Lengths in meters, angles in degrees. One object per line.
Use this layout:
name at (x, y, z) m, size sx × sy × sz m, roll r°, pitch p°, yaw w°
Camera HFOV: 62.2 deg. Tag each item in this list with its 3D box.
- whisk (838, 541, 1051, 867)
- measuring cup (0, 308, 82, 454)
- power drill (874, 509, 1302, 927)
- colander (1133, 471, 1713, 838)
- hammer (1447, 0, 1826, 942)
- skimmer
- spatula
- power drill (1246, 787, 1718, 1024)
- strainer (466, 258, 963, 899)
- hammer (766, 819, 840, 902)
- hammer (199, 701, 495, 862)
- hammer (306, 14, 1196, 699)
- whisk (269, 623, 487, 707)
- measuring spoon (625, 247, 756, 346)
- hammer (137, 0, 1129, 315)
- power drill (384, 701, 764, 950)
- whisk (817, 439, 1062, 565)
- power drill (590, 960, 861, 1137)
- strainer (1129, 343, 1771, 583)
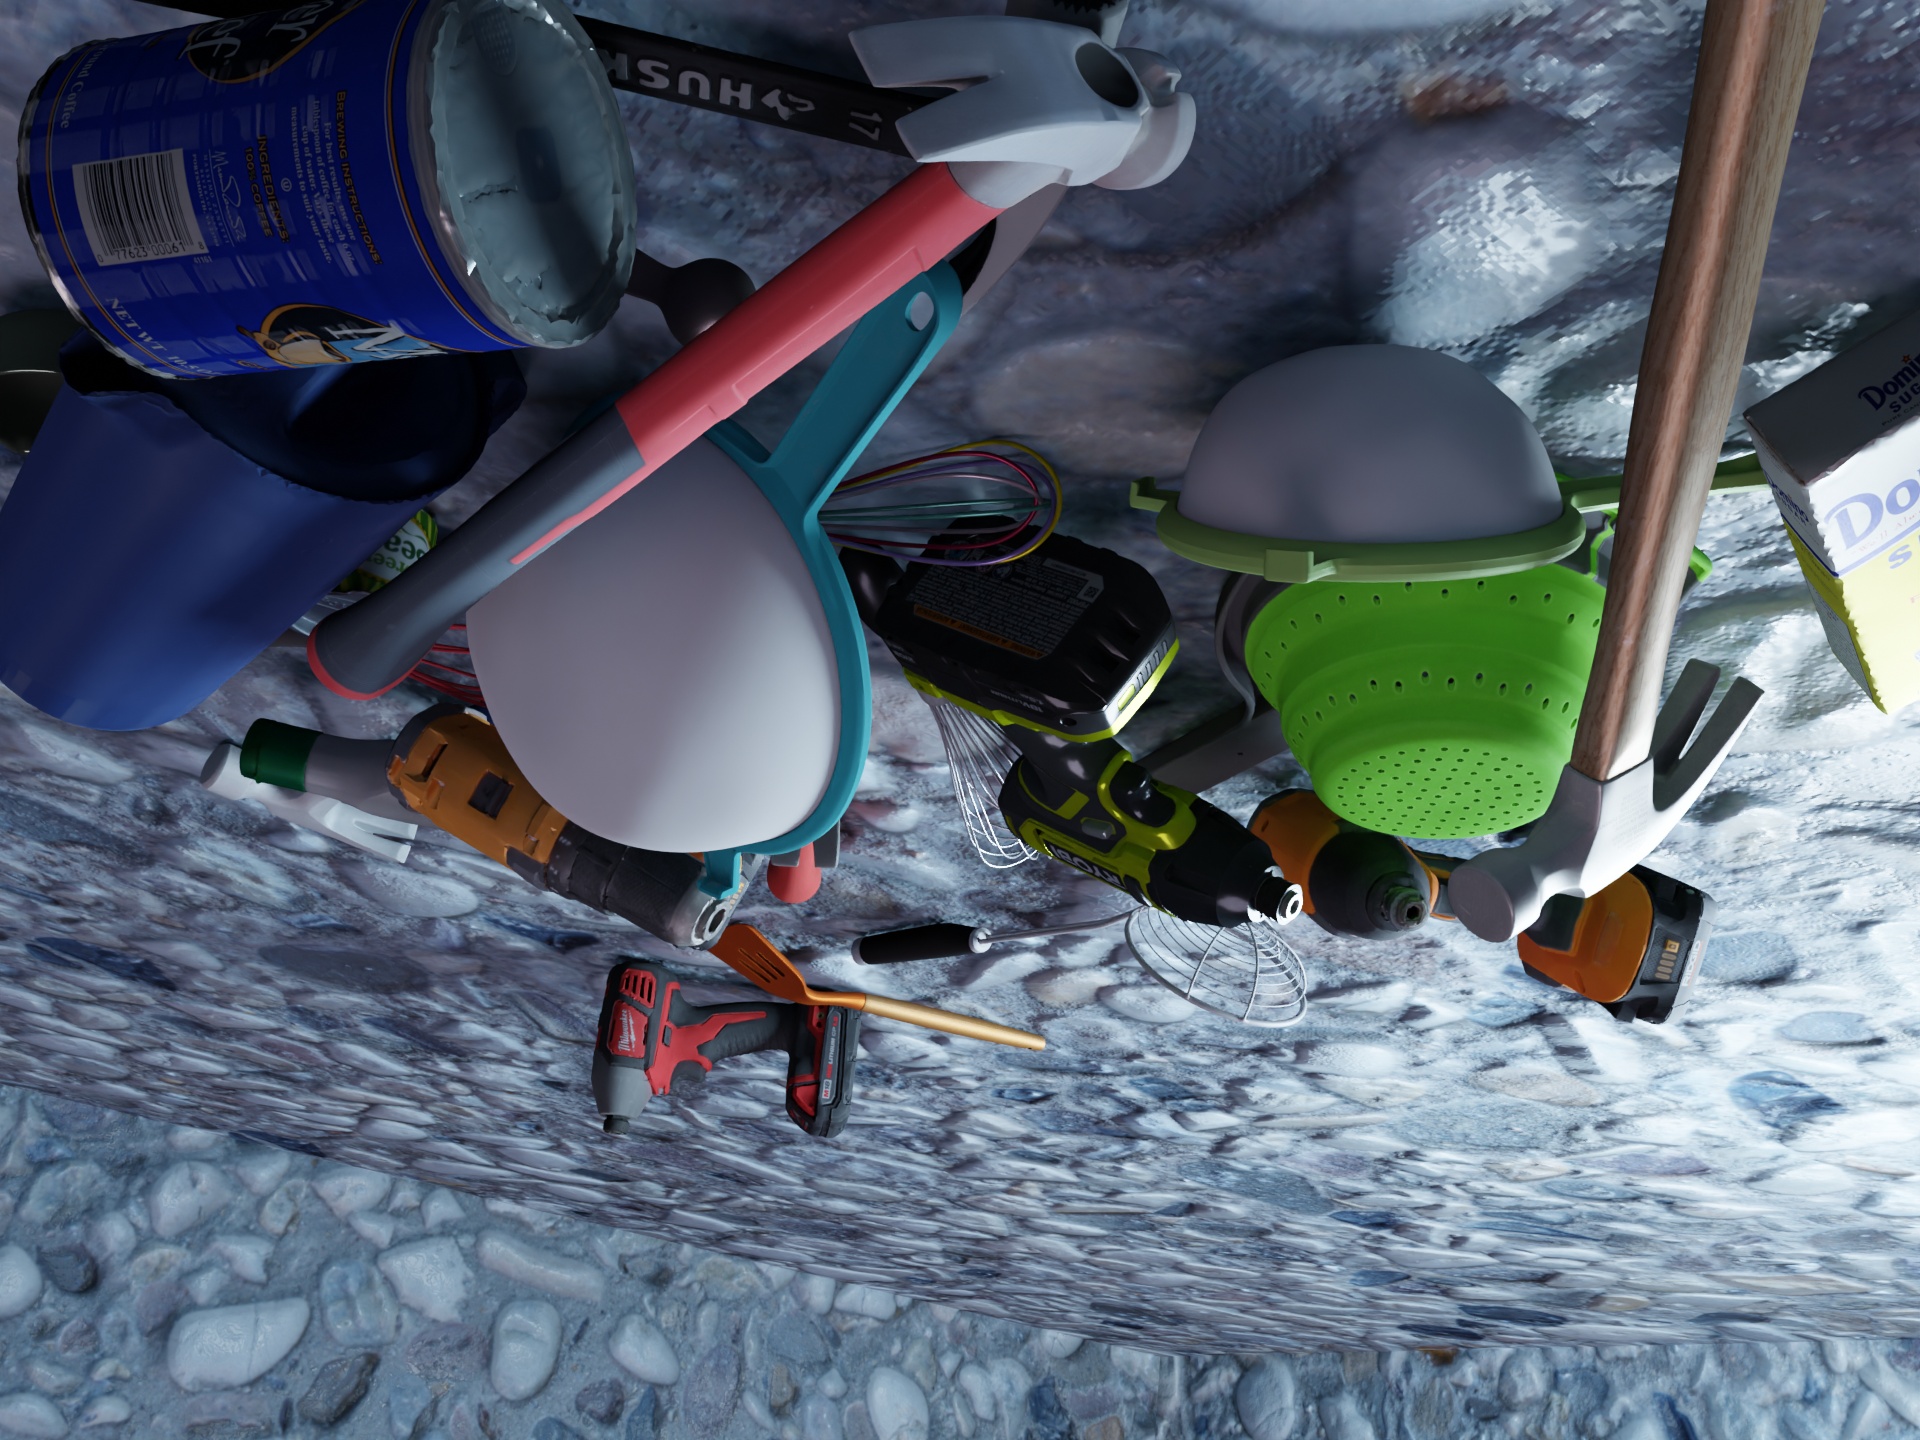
whisk at (-0.002, -0.002, 0.843) m, size 0.070 × 0.070 × 0.284 m, roll -4°, pitch 145°, yaw 22°
measuring cup at (-0.355, -0.137, 0.714) m, size 0.083 × 0.038 × 0.167 m, roll -18°, pitch 160°, yaw 32°
power drill at (0.066, 0.013, 0.750) m, size 0.171 × 0.080 × 0.223 m, roll 23°, pitch 158°, yaw 40°
colander at (0.176, 0.021, 0.790) m, size 0.204 × 0.095 × 0.397 m, roll 21°, pitch 149°, yaw -23°
hammer at (0.228, -0.079, 0.508) m, size 0.130 × 0.031 × 0.331 m, roll -24°, pitch 129°, yaw -25°
skimmer at (0.067, 0.179, 1.124) m, size 0.363 × 0.090 × 0.127 m, roll -12°, pitch 178°, yaw 38°
spatula at (-0.061, 0.232, 1.334) m, size 0.322 × 0.041 × 0.081 m, roll 19°, pitch 151°, yaw -28°
power drill at (0.284, 0.099, 0.864) m, size 0.226 × 0.084 × 0.164 m, roll 13°, pitch -173°, yaw -10°
strainer at (-0.111, -0.054, 0.617) m, size 0.095 × 0.211 × 0.340 m, roll -28°, pitch 170°, yaw -40°
hammer at (-0.090, 0.056, 0.906) m, size 0.036 × 0.149 × 0.359 m, roll 4°, pitch 159°, yaw -6°
hammer at (-0.312, 0.015, 0.977) m, size 0.405 × 0.035 × 0.144 m, roll -18°, pitch 142°, yaw 40°
hammer at (-0.111, -0.089, 0.502) m, size 0.386 × 0.038 × 0.143 m, roll -27°, pitch -178°, yaw 35°
whisk at (-0.316, -0.048, 0.841) m, size 0.296 × 0.073 × 0.073 m, roll 5°, pitch 153°, yaw 17°
measuring spoon at (-0.130, -0.166, 0.564) m, size 0.124 × 0.034 × 0.018 m, roll 25°, pitch -177°, yaw 8°
hammer at (-0.161, -0.218, 0.499) m, size 0.409 × 0.036 × 0.149 m, roll 11°, pitch 153°, yaw -5°
power drill at (-0.179, 0.071, 0.857) m, size 0.185 × 0.084 × 0.226 m, roll 27°, pitch 174°, yaw 16°
whisk at (-0.070, -0.095, 0.708) m, size 0.245 × 0.051 × 0.047 m, roll 1°, pitch 117°, yaw 23°
power drill at (-0.201, 0.289, 1.351) m, size 0.219 × 0.143 × 0.078 m, roll 9°, pitch 155°, yaw -6°
strainer at (0.197, -0.104, 0.578) m, size 0.256 × 0.069 × 0.152 m, roll -7°, pitch -161°, yaw -11°
